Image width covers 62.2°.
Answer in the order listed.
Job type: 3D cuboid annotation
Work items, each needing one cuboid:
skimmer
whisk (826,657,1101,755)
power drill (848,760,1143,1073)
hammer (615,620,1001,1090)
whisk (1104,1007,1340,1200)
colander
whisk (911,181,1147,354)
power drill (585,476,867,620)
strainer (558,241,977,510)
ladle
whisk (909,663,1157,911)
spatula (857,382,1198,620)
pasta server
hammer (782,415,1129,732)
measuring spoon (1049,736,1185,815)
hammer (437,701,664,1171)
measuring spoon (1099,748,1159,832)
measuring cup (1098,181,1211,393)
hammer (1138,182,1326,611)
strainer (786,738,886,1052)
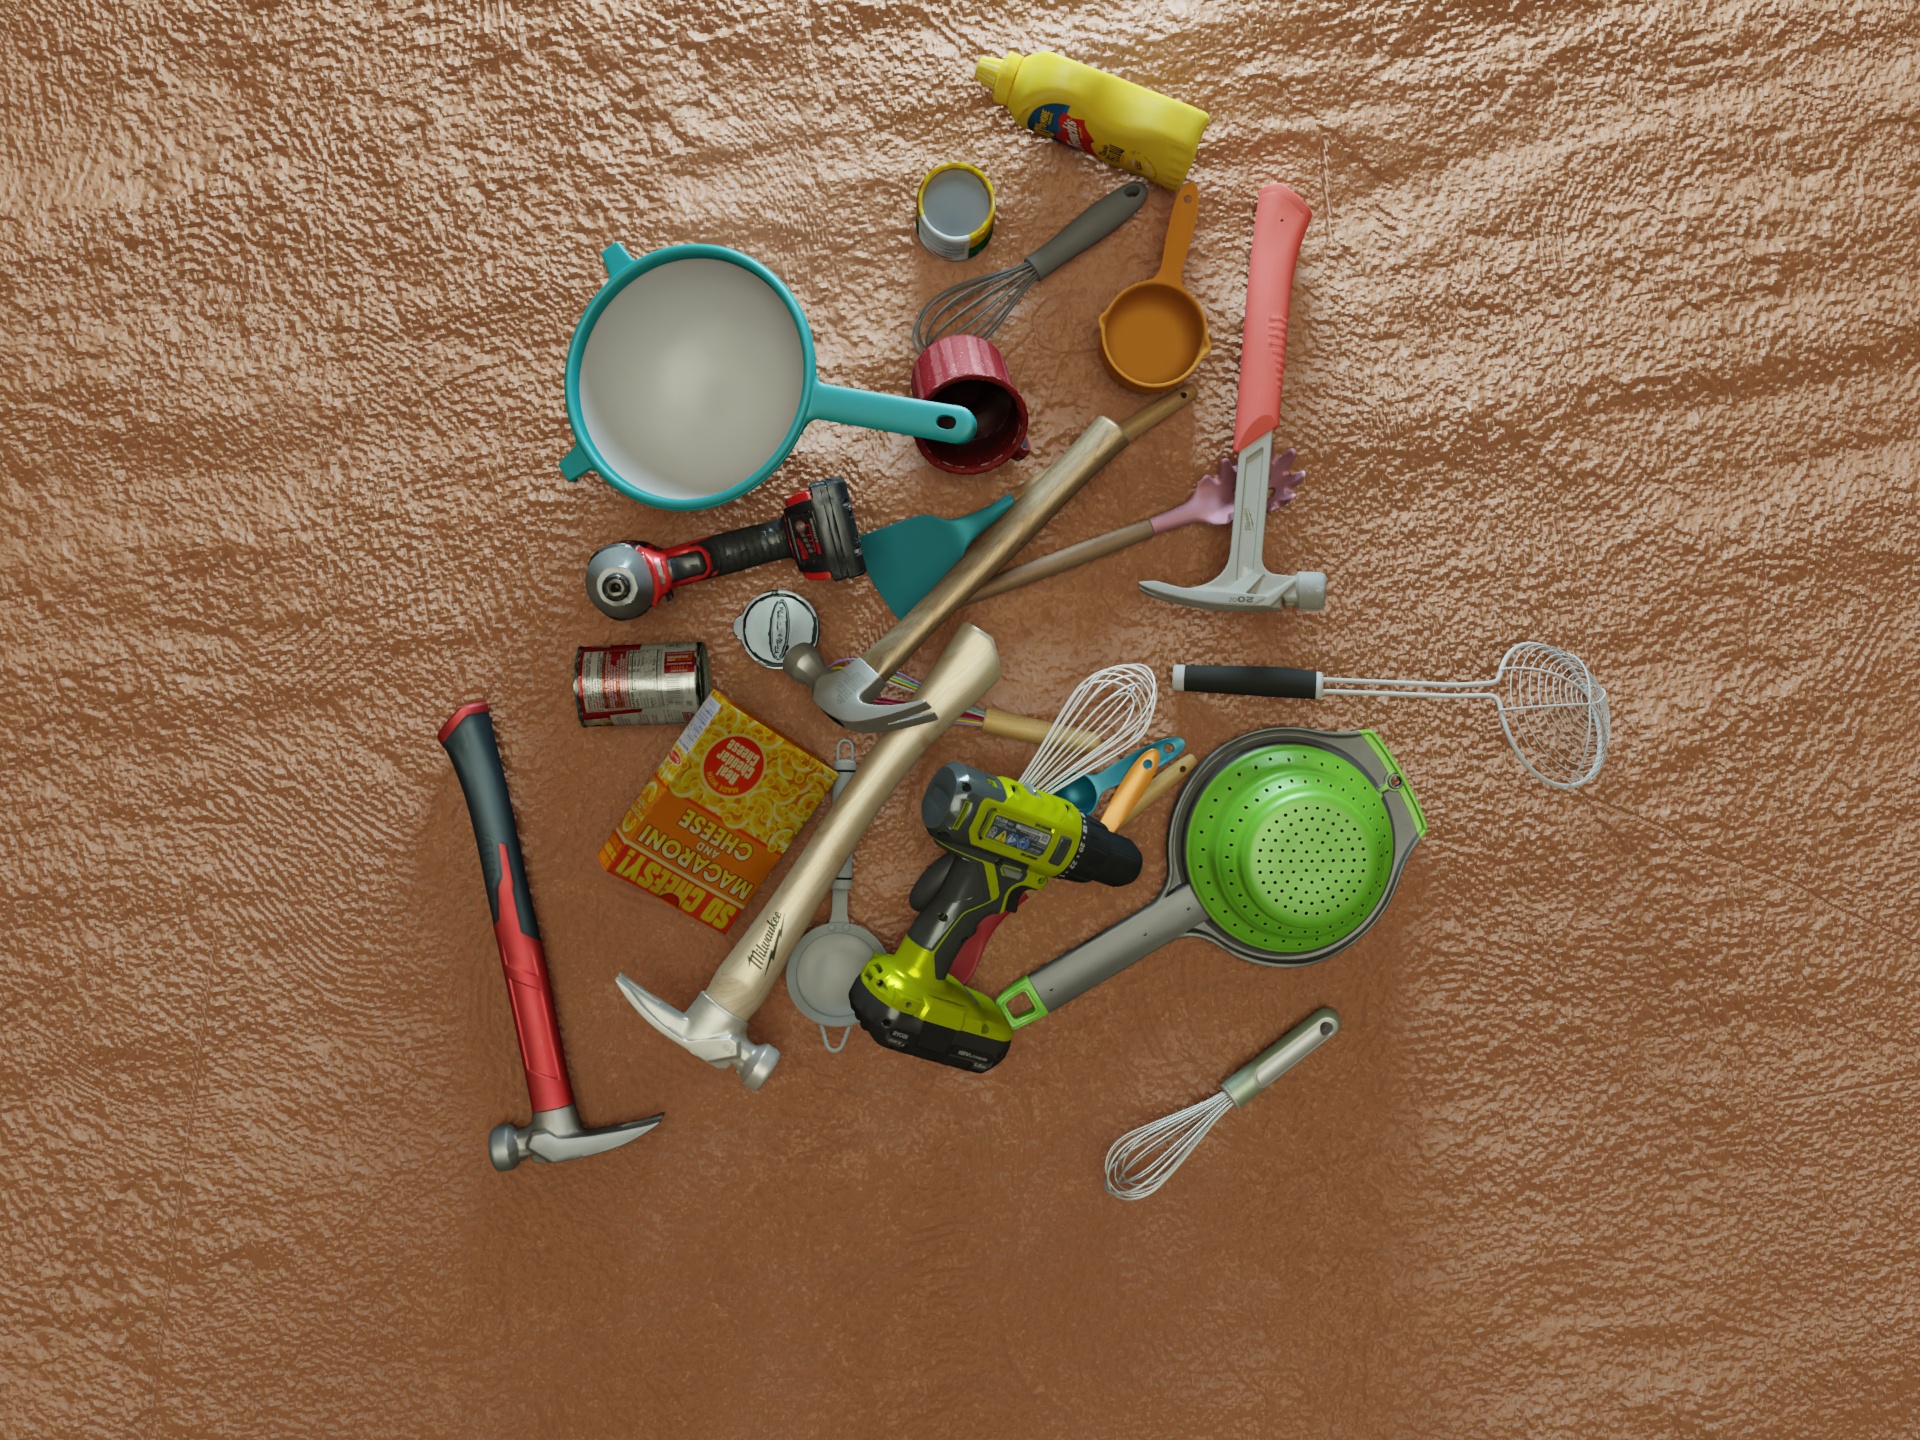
[{"bbox_3d":[0.362,-0.013,1.339,0.363,0.090,0.127,3,66,9],"label":"skimmer"},{"bbox_3d":[-0.002,-0.002,1.330,0.245,0.047,0.051,13,104,-5],"label":"whisk"},{"bbox_3d":[0.028,0.160,1.271,0.190,0.080,0.228,22,101,-26],"label":"power drill"},{"bbox_3d":[-0.108,0.091,1.284,0.146,0.038,0.410,35,88,-7],"label":"hammer"},{"bbox_3d":[0.221,0.321,1.337,0.246,0.059,0.057,-36,103,-5],"label":"whisk"},{"bbox_3d":[0.207,0.150,1.307,0.397,0.094,0.204,-31,94,0],"label":"colander"},{"bbox_3d":[0.059,-0.379,1.328,0.239,0.055,0.055,-37,91,-5],"label":"whisk"},{"bbox_3d":[-0.191,-0.132,1.274,0.219,0.143,0.078,-14,101,-3],"label":"power drill"},{"bbox_3d":[-0.144,-0.256,1.277,0.340,0.095,0.211,12,91,12],"label":"strainer"},{"bbox_3d":[0.073,0.127,1.340,0.315,0.031,0.069,-37,102,-3],"label":"ladle"},{"bbox_3d":[0.056,0.058,1.311,0.070,0.070,0.284,44,103,-1],"label":"whisk"},{"bbox_3d":[0.064,-0.198,1.339,0.317,0.044,0.082,-32,92,-5],"label":"spatula"},{"bbox_3d":[0.135,-0.155,1.333,0.316,0.040,0.060,-20,78,0],"label":"pasta server"},{"bbox_3d":[0.012,-0.119,1.278,0.331,0.031,0.130,-45,59,-4],"label":"hammer"},{"bbox_3d":[0.133,0.046,1.349,0.128,0.021,0.042,-25,86,-10],"label":"measuring spoon"},{"bbox_3d":[-0.354,0.173,1.326,0.143,0.038,0.386,-12,91,-2],"label":"hammer"},{"bbox_3d":[0.133,0.073,1.328,0.021,0.011,0.117,33,85,-1],"label":"measuring spoon"},{"bbox_3d":[0.169,-0.357,1.325,0.095,0.052,0.173,14,88,-1],"label":"measuring cup"},{"bbox_3d":[0.236,-0.267,1.308,0.149,0.036,0.359,5,81,9],"label":"hammer"},{"bbox_3d":[-0.099,0.144,1.331,0.087,0.050,0.258,2,85,-2],"label":"strainer"}]
